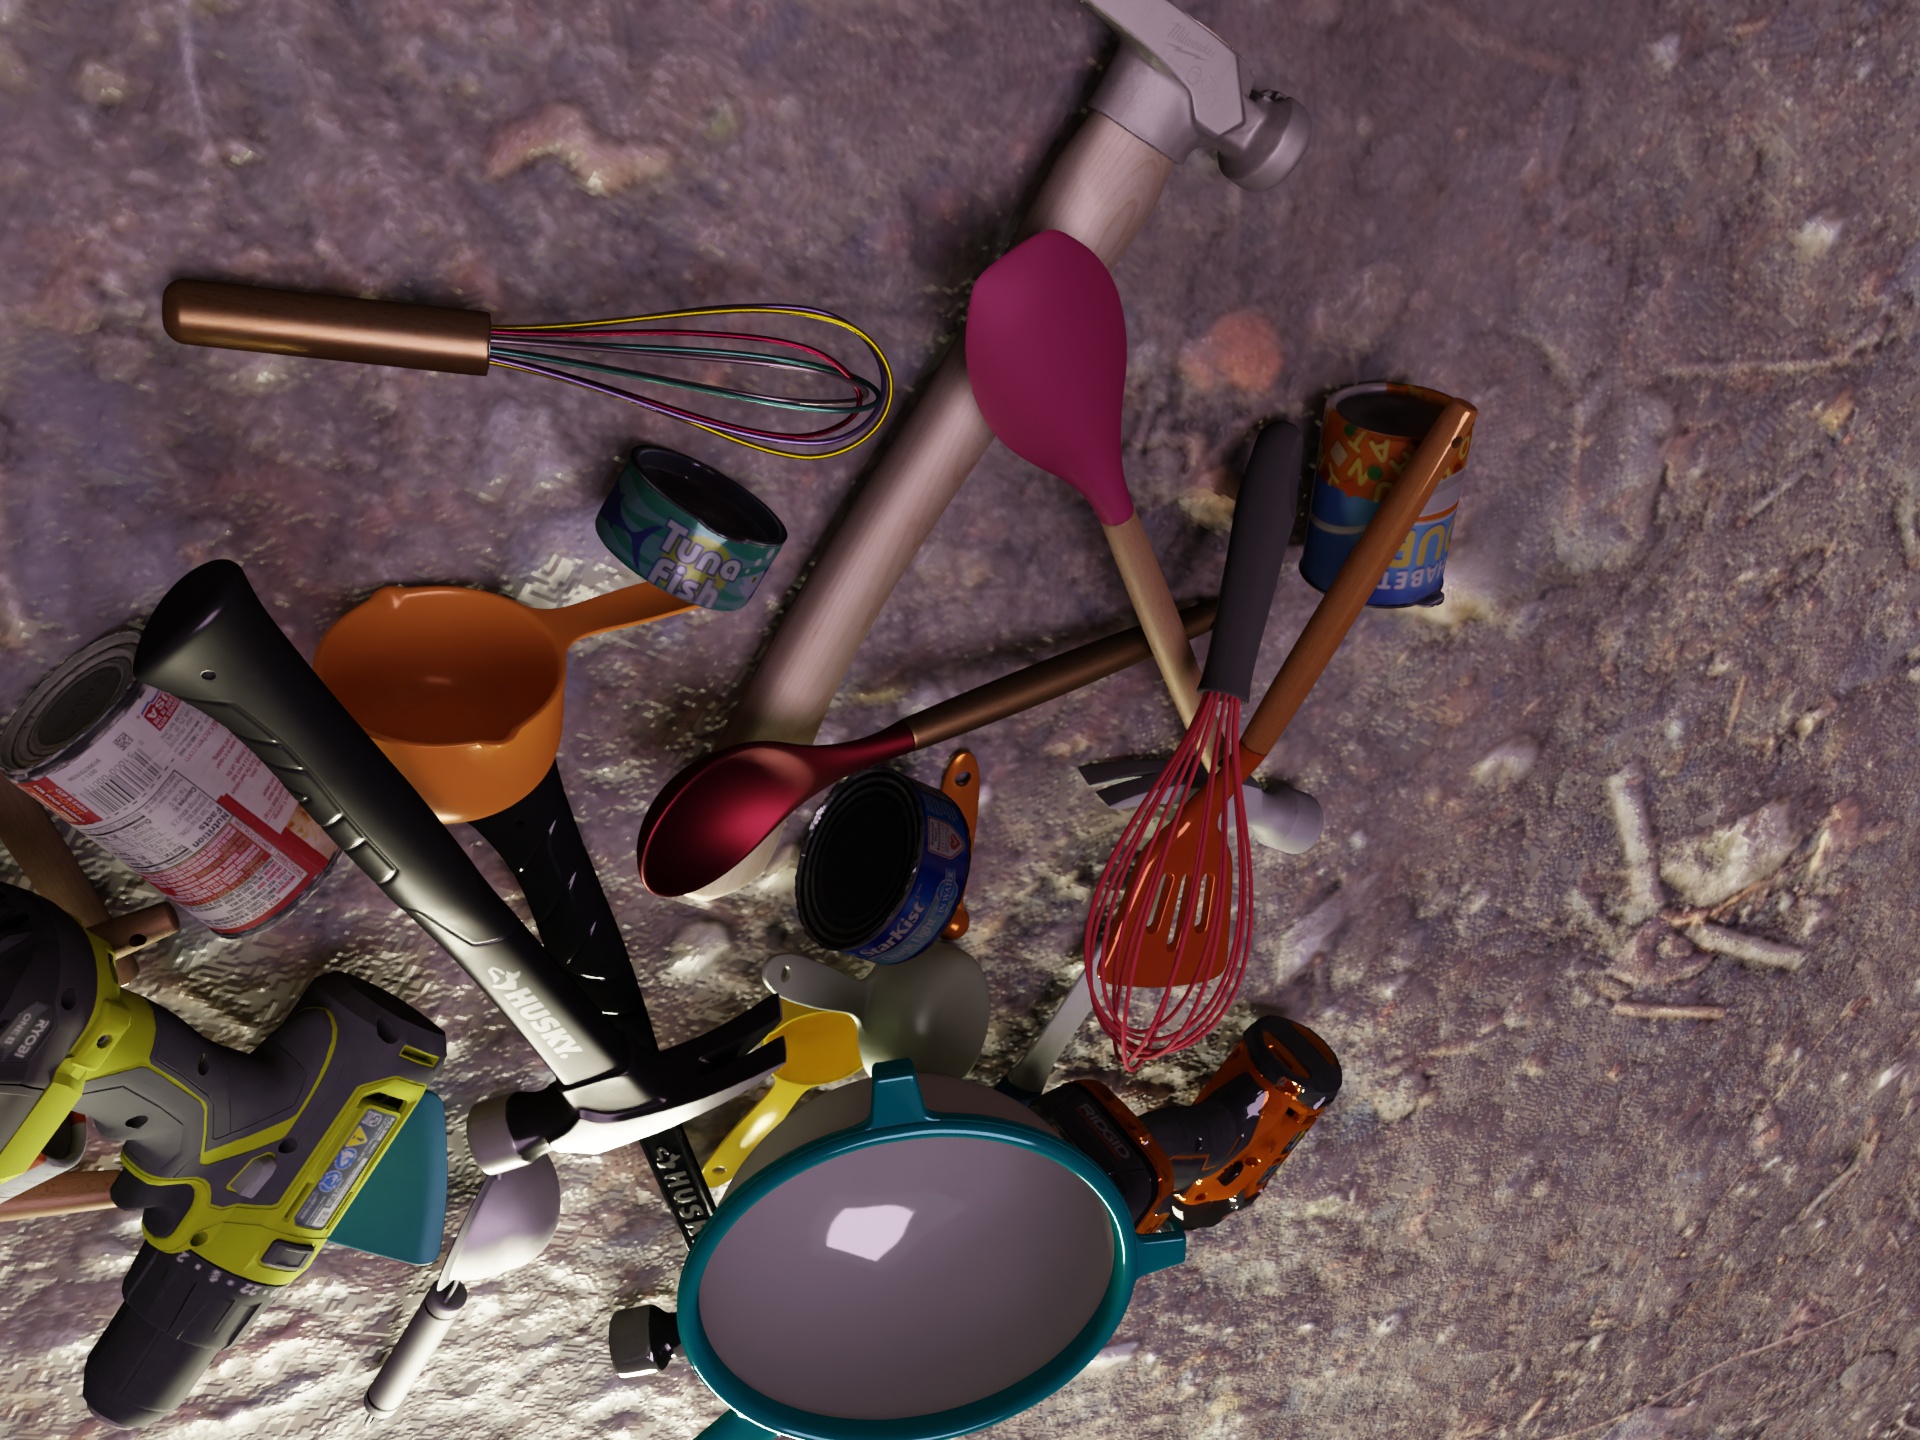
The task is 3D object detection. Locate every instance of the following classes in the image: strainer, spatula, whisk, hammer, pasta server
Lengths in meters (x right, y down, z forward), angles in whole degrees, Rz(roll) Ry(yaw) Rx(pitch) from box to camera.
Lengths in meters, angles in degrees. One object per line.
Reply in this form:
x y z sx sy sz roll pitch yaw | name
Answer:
-0.072 0.283 0.774 0.210 0.095 0.340 37 109 -26 | strainer
0.152 -0.001 0.733 0.081 0.041 0.322 4 128 -30 | spatula
-0.141 -0.124 0.551 0.245 0.051 0.047 3 134 -18 | whisk
-0.384 0.203 0.671 0.317 0.044 0.082 1 98 -24 | spatula
0.036 0.188 0.872 0.144 0.035 0.405 18 113 -35 | hammer
-0.178 0.067 0.579 0.146 0.035 0.334 -17 137 4 | hammer
-0.247 0.279 0.781 0.050 0.087 0.258 33 120 -4 | strainer
0.111 0.008 0.696 0.073 0.073 0.296 20 81 -35 | whisk
-0.028 -0.096 0.642 0.146 0.038 0.410 21 112 -34 | hammer
-0.147 0.179 0.763 0.149 0.036 0.408 -12 125 -1 | hammer
-0.357 -0.012 0.538 0.060 0.040 0.316 3 131 13 | pasta server

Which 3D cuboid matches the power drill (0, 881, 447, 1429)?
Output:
-0.315 0.166 0.586 0.190 0.080 0.228 -58 152 -12 | power drill

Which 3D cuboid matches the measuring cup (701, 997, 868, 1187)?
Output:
-0.097 0.188 0.820 0.062 0.029 0.156 19 124 -27 | measuring cup

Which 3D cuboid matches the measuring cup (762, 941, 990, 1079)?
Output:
-0.035 0.134 0.753 0.167 0.038 0.083 34 66 -57 | measuring cup

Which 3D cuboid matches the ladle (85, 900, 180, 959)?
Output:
-0.450 0.128 0.581 0.320 0.062 0.078 -23 128 -14 | ladle

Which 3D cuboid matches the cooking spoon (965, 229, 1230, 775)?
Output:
0.074 -0.071 0.678 0.069 0.017 0.318 -37 137 -6 | cooking spoon

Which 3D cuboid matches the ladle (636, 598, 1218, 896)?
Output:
-0.001 -0.002 0.692 0.315 0.031 0.069 -22 141 -27 | ladle

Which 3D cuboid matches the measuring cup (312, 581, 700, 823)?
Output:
-0.160 -0.016 0.616 0.173 0.095 0.052 -22 143 -36 | measuring cup

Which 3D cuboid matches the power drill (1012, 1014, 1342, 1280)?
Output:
0.107 0.258 0.898 0.226 0.084 0.164 -4 131 -46 | power drill

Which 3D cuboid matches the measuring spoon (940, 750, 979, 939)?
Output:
-0.001 0.065 0.783 0.021 0.011 0.116 -10 126 -20 | measuring spoon
